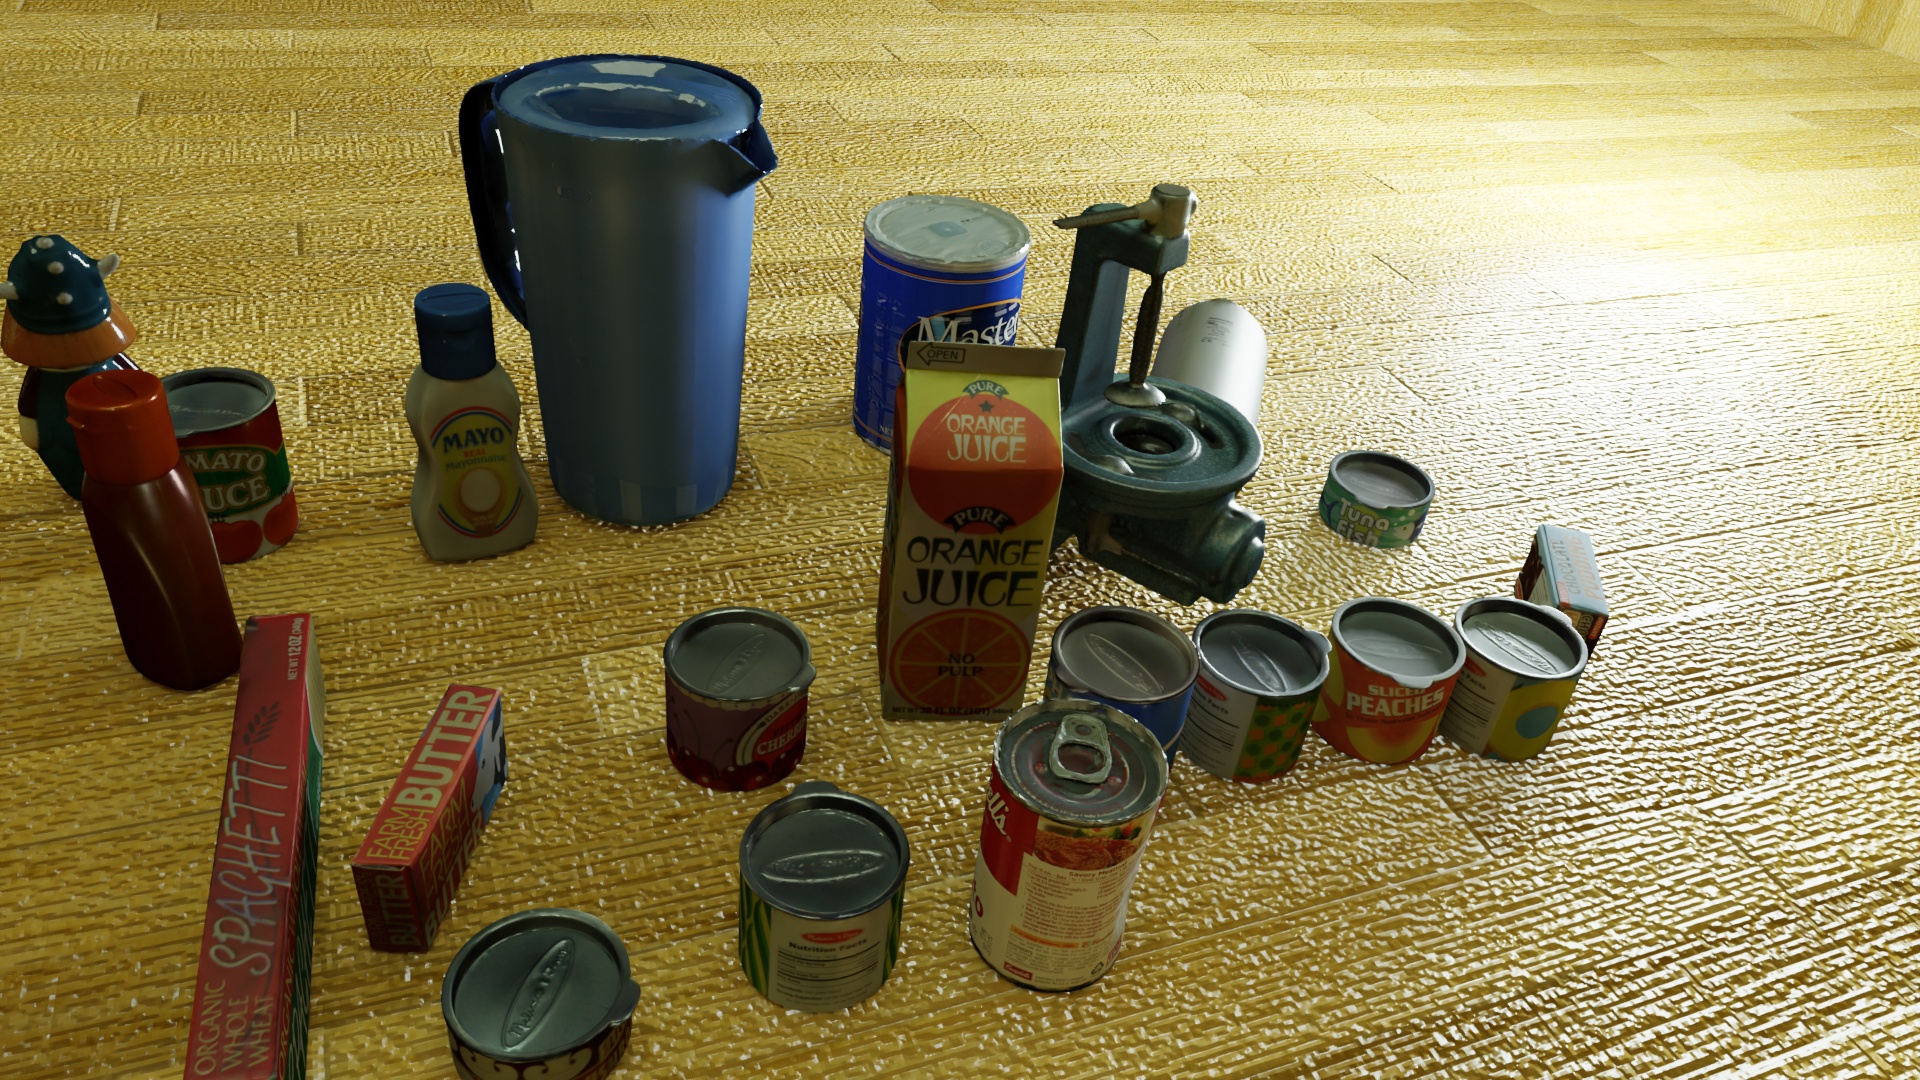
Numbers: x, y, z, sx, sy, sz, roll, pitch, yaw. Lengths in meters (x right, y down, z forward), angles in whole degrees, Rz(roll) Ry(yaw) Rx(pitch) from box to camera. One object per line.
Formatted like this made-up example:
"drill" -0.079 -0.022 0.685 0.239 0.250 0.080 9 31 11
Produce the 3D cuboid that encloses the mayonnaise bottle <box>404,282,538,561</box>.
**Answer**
"mayonnaise bottle" -0.258 -0.060 0.725 0.065 0.147 0.041 -13 39 -26

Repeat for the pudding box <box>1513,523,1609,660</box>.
"pudding box" 0.339 0.033 0.786 0.030 0.049 0.084 12 35 7

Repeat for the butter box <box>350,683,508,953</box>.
"butter box" -0.215 0.112 0.571 0.024 0.052 0.104 7 35 0

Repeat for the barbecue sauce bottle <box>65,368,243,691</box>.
"barbecue sauce bottle" -0.365 -0.004 0.626 0.065 0.147 0.044 26 39 25

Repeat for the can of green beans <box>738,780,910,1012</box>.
"can of green beans" -0.055 0.143 0.552 0.071 0.057 0.071 5 35 -3

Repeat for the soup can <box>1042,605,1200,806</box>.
"soup can" 0.067 0.083 0.637 0.071 0.083 0.072 5 35 -3

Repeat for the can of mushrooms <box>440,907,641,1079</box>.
"can of mushrooms" -0.153 0.173 0.513 0.071 0.033 0.071 5 35 -3

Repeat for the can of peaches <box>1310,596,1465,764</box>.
"can of peaches" 0.214 0.072 0.701 0.071 0.057 0.071 5 35 -3

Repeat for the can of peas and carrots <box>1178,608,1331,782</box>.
"can of peas and carrots" 0.143 0.076 0.683 0.071 0.058 0.071 5 35 -3

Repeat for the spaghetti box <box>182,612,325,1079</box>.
"spaghetti box" -0.272 0.124 0.547 0.029 0.049 0.251 -6 37 -18

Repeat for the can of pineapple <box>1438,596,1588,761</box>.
"can of pineapple" 0.281 0.071 0.716 0.071 0.057 0.071 5 35 -3

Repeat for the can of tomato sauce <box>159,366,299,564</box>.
"can of tomato sauce" -0.388 -0.038 0.727 0.071 0.082 0.071 5 35 -3

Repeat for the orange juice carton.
"orange juice carton" 0.002 -0.008 0.661 0.072 0.191 0.073 2 35 -8

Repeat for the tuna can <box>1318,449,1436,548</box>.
"tuna can" 0.260 -0.025 0.870 0.071 0.032 0.071 5 35 -3

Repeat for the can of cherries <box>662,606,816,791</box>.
"can of cherries" -0.101 0.074 0.641 0.071 0.058 0.072 5 35 -3
